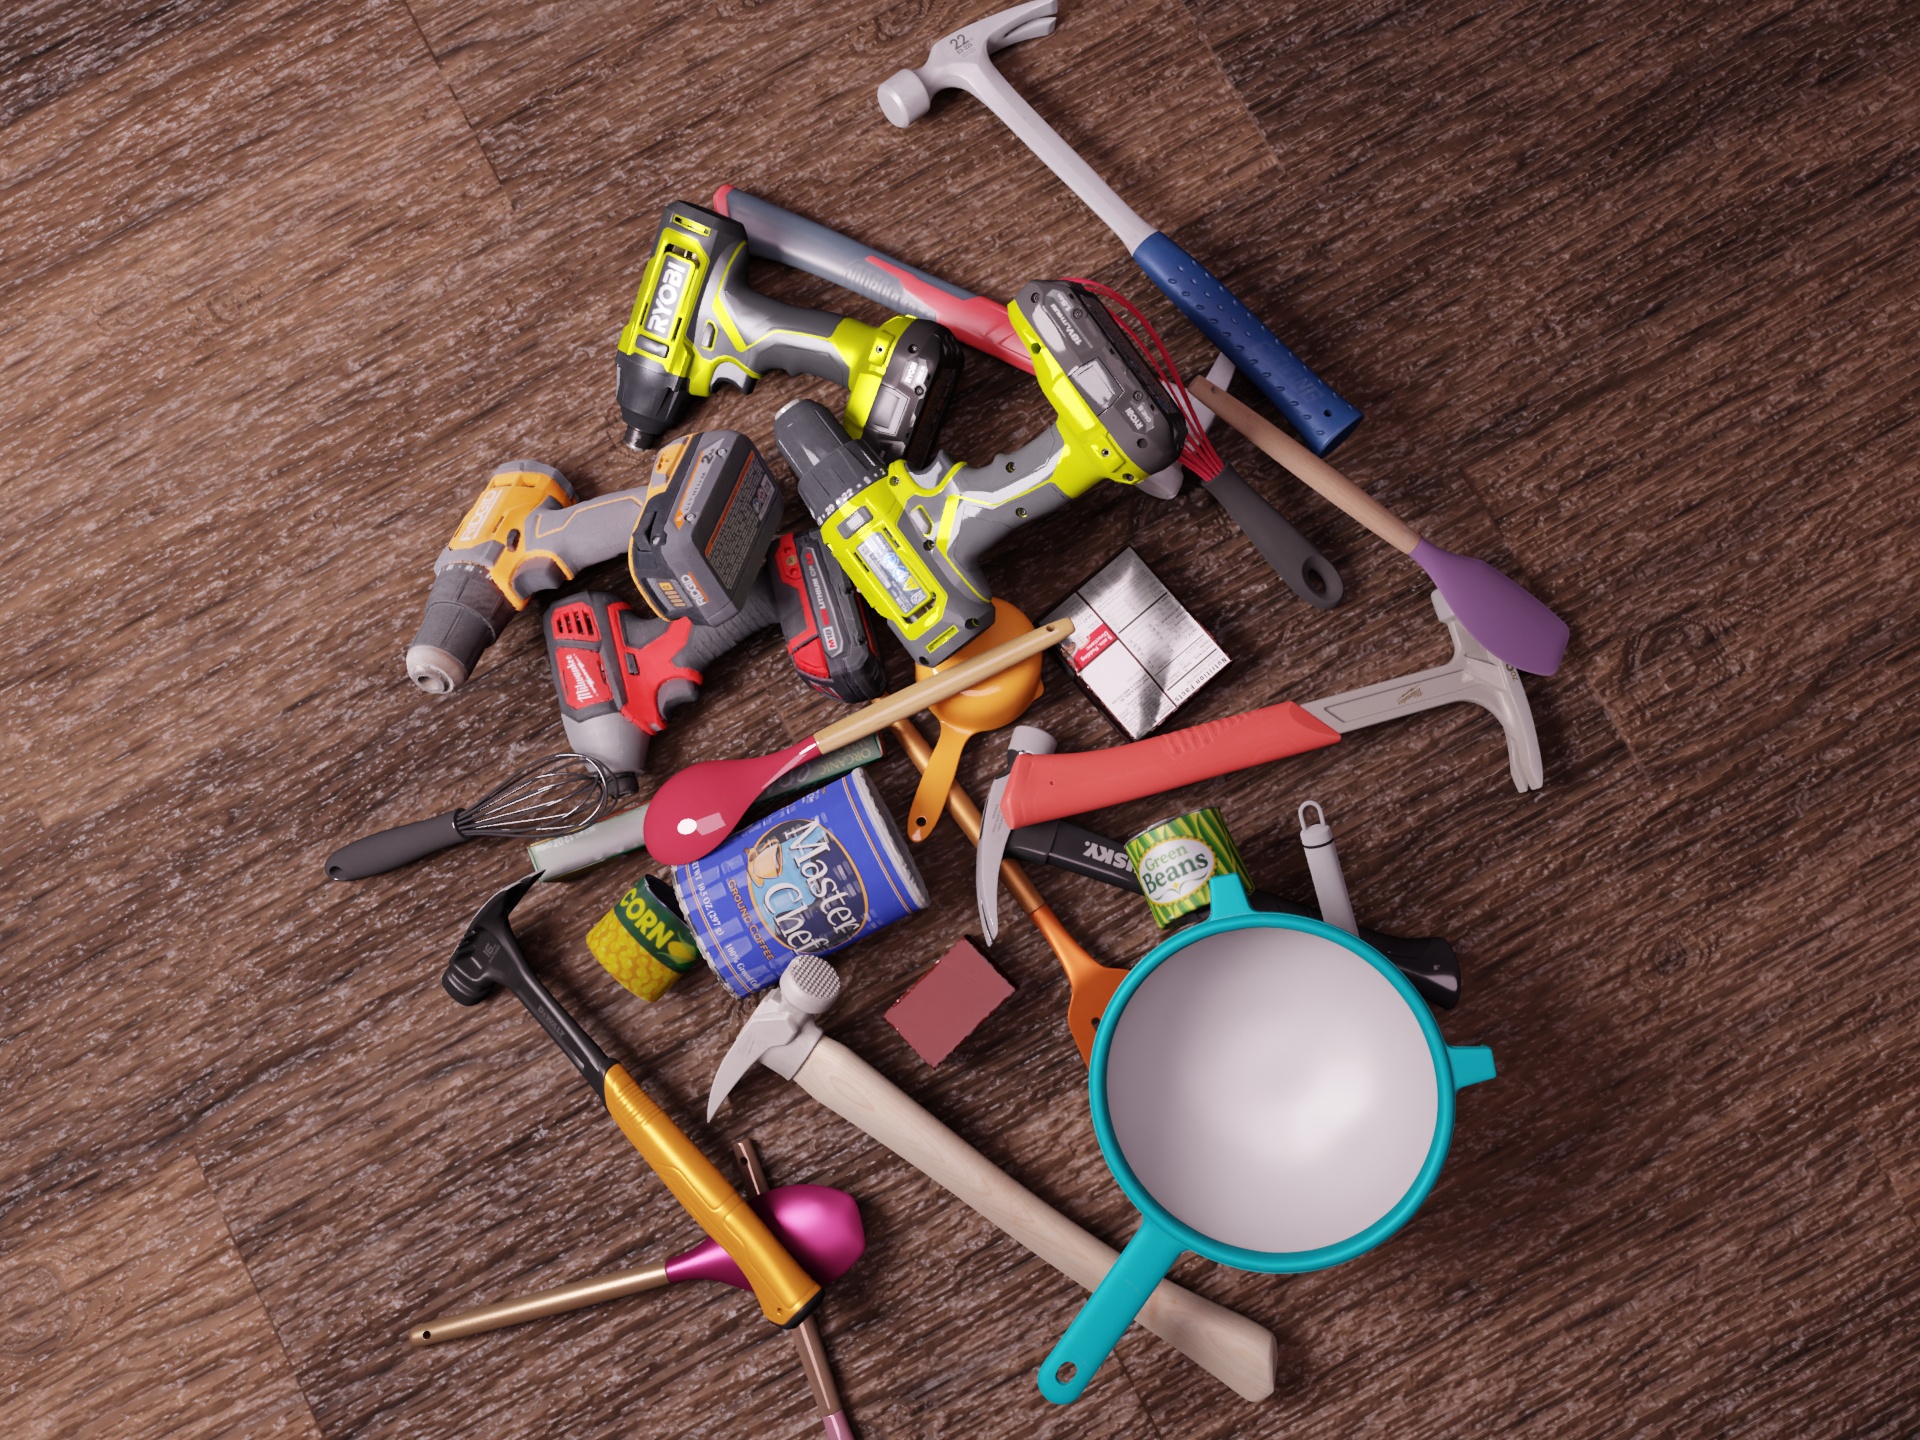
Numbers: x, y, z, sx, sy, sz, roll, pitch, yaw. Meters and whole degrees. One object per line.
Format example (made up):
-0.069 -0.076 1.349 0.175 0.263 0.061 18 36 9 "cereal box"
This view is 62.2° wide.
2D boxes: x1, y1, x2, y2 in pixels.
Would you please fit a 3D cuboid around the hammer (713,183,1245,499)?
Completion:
0.007 -0.300 1.121 0.386 0.038 0.143 26 84 6 "hammer"

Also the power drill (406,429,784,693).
-0.246 -0.100 1.030 0.226 0.084 0.185 -3 49 25 "power drill"

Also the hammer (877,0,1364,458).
0.125 -0.338 1.092 0.144 0.035 0.406 -39 77 -11 "hammer"

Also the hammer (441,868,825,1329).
-0.205 0.251 1.029 0.337 0.034 0.127 46 126 10 "hammer"

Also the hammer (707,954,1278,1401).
0.026 0.319 1.036 0.410 0.038 0.146 35 120 0 "hammer"

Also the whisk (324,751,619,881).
-0.333 0.072 1.071 0.239 0.055 0.055 -17 83 20 "whisk"

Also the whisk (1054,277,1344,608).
0.157 -0.179 1.056 0.295 0.073 0.073 44 87 -15 "whisk"

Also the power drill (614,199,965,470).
-0.125 -0.235 1.092 0.223 0.080 0.171 25 108 9 "power drill"

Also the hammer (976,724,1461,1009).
0.170 0.124 1.052 0.335 0.035 0.146 20 68 1 "hammer"

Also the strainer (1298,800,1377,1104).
0.252 0.172 1.011 0.087 0.050 0.258 -14 101 15 "strainer"

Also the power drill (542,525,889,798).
-0.168 -0.039 1.078 0.219 0.078 0.143 -17 75 5 "power drill"

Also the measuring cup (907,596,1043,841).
-0.002 -0.003 1.066 0.095 0.052 0.174 19 73 5 "measuring cup"

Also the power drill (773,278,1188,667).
0.006 -0.169 0.993 0.228 0.080 0.190 -36 89 21 "power drill"

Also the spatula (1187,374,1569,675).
0.276 -0.128 1.042 0.315 0.018 0.060 34 65 -10 "spatula"

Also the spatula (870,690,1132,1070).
0.038 0.110 1.082 0.081 0.041 0.323 -36 79 -2 "spatula"

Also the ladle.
-0.068 0.006 1.034 0.315 0.031 0.069 -26 55 0 "ladle"

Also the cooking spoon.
-0.217 0.372 1.055 0.319 0.017 0.069 -16 78 6 "cooking spoon"

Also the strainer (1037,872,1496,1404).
0.154 0.271 0.980 0.211 0.095 0.340 35 99 11 "strainer"

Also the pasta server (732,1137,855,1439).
-0.095 0.430 1.044 0.060 0.040 0.316 -21 82 9 "pasta server"

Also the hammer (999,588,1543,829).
0.202 0.019 1.048 0.359 0.036 0.149 -15 82 -9 "hammer"
